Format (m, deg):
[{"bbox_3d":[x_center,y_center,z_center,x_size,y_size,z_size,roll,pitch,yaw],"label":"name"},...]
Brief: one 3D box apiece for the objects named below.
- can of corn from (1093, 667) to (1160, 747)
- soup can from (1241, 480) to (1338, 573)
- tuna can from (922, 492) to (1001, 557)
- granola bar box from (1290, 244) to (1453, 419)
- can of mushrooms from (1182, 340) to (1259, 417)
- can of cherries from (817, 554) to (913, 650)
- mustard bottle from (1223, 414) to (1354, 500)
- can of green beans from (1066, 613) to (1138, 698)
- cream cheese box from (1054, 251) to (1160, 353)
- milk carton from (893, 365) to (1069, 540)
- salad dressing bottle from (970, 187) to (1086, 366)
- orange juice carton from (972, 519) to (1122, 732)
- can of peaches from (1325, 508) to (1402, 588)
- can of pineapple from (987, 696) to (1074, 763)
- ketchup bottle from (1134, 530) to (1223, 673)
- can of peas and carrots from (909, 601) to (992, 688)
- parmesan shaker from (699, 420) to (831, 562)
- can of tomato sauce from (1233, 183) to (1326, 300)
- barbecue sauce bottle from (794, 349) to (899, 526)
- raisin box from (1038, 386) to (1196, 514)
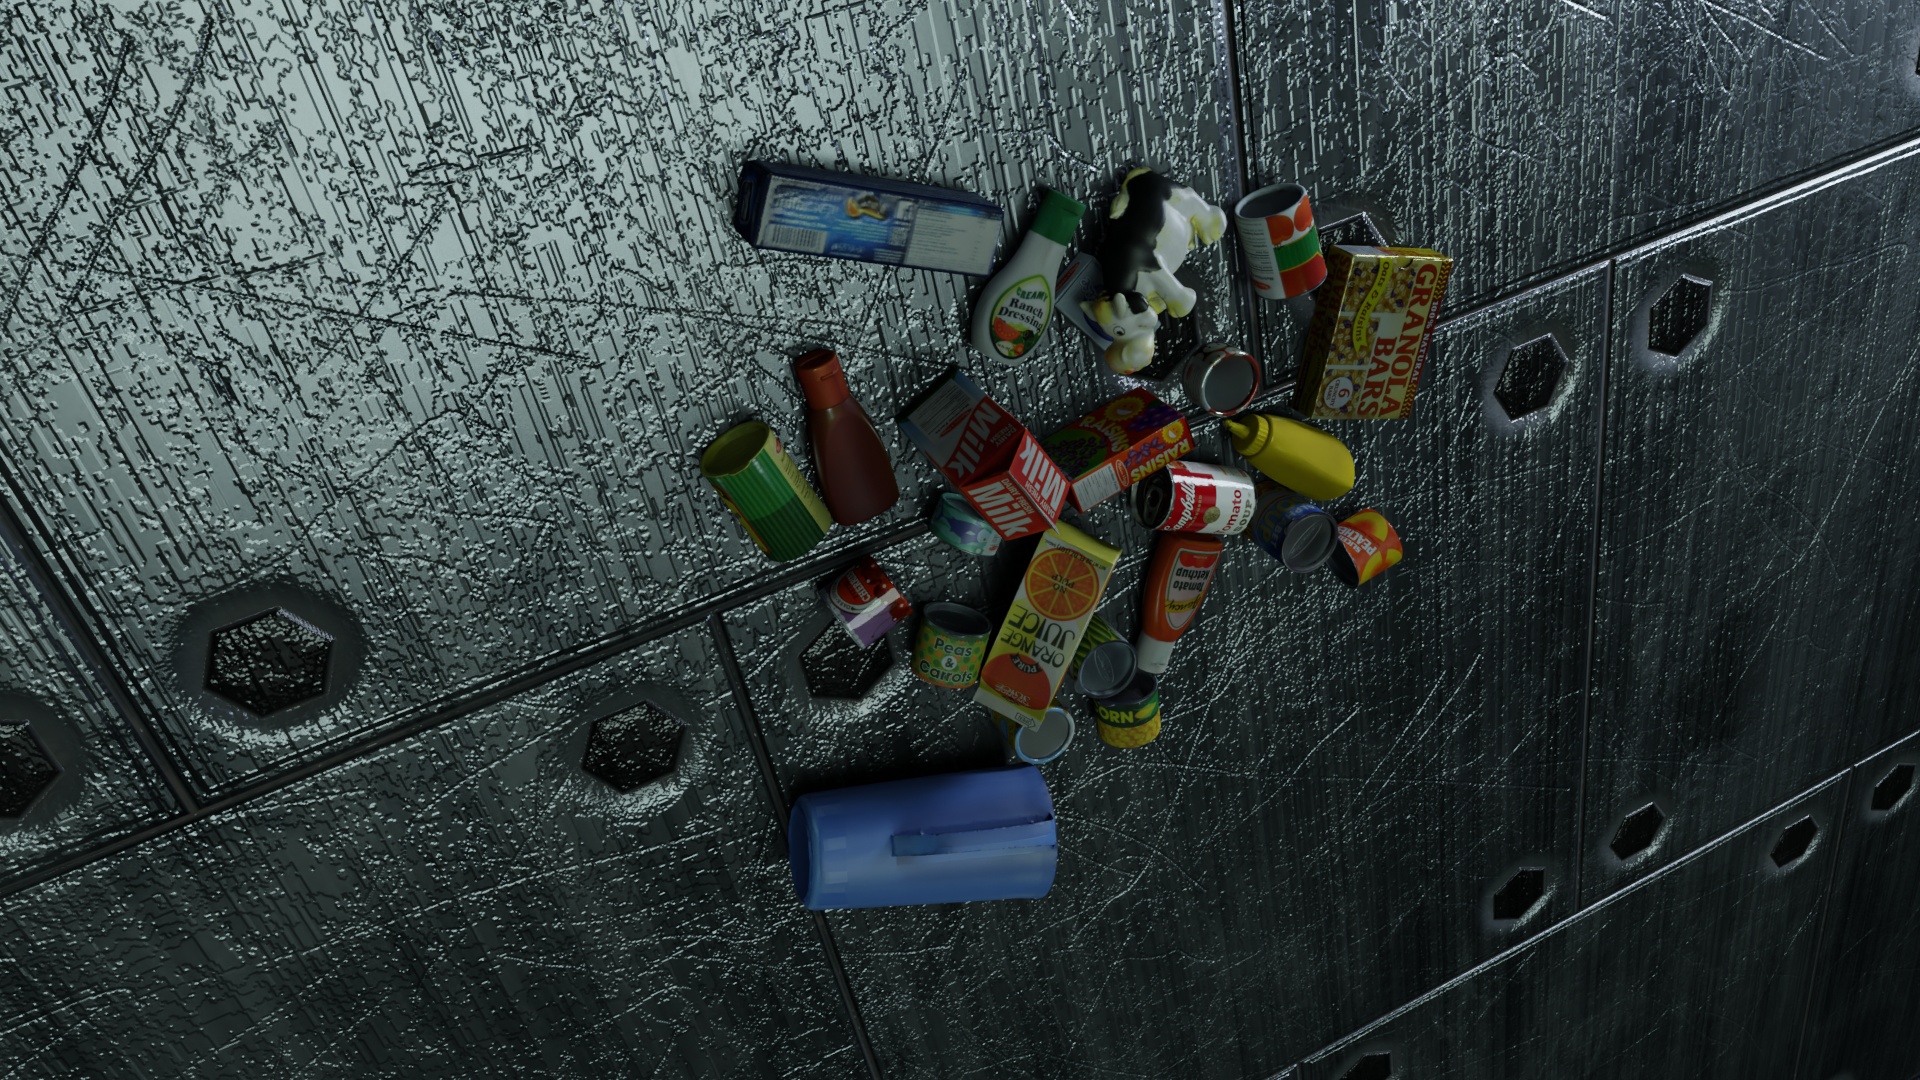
[{"bbox_3d":[0.167,0.170,1.410,0.071,0.071,0.058,-19,122,-16],"label":"can of corn"},{"bbox_3d":[0.322,-0.016,1.379,0.071,0.084,0.071,-11,119,-20],"label":"soup can"},{"bbox_3d":[0.004,-0.016,1.241,0.071,0.071,0.032,14,107,-31],"label":"tuna can"},{"bbox_3d":[0.399,-0.200,1.350,0.124,0.039,0.164,-3,116,-24],"label":"granola bar box"},{"bbox_3d":[0.247,-0.152,1.305,0.071,0.033,0.070,-11,118,-20],"label":"can of mushrooms"},{"bbox_3d":[-0.085,0.053,1.230,0.058,0.072,0.071,-37,125,-4],"label":"can of cherries"},{"bbox_3d":[0.313,-0.089,1.352,0.160,0.065,0.048,21,144,-27],"label":"mustard bottle"},{"bbox_3d":[0.132,0.113,1.370,0.071,0.058,0.071,-11,119,-20],"label":"can of green beans"},{"bbox_3d":[0.126,-0.203,1.227,0.103,0.024,0.053,36,97,-35],"label":"cream cheese box"},{"bbox_3d":[0.023,-0.066,1.145,0.073,0.191,0.072,-42,125,0],"label":"milk carton"},{"bbox_3d":[0.058,-0.222,1.172,0.064,0.044,0.147,17,106,-26],"label":"salad dressing bottle"},{"bbox_3d":[0.078,0.083,1.304,0.072,0.073,0.192,25,106,8],"label":"orange juice carton"},{"bbox_3d":[0.416,0.007,1.446,0.058,0.071,0.071,-29,124,-10],"label":"can of peaches"},{"bbox_3d":[0.070,0.179,1.374,0.071,0.058,0.070,-11,119,-20],"label":"can of pineapple"},{"bbox_3d":[0.210,0.060,1.390,0.065,0.044,0.148,5,113,-28],"label":"ketchup bottle"},{"bbox_3d":[-0.009,0.098,1.287,0.071,0.071,0.058,4,114,-27],"label":"can of peas and carrots"},{"bbox_3d":[-0.160,-0.038,1.146,0.071,0.071,0.102,-36,125,-5],"label":"parmesan shaker"},{"bbox_3d":[0.288,-0.269,1.245,0.071,0.071,0.082,-31,123,-8],"label":"can of tomato sauce"},{"bbox_3d":[-0.100,-0.087,1.166,0.065,0.044,0.147,-28,123,-17],"label":"barbecue sauce bottle"},{"bbox_3d":[0.137,-0.083,1.255,0.123,0.086,0.040,-30,122,-9],"label":"raisin box"}]
